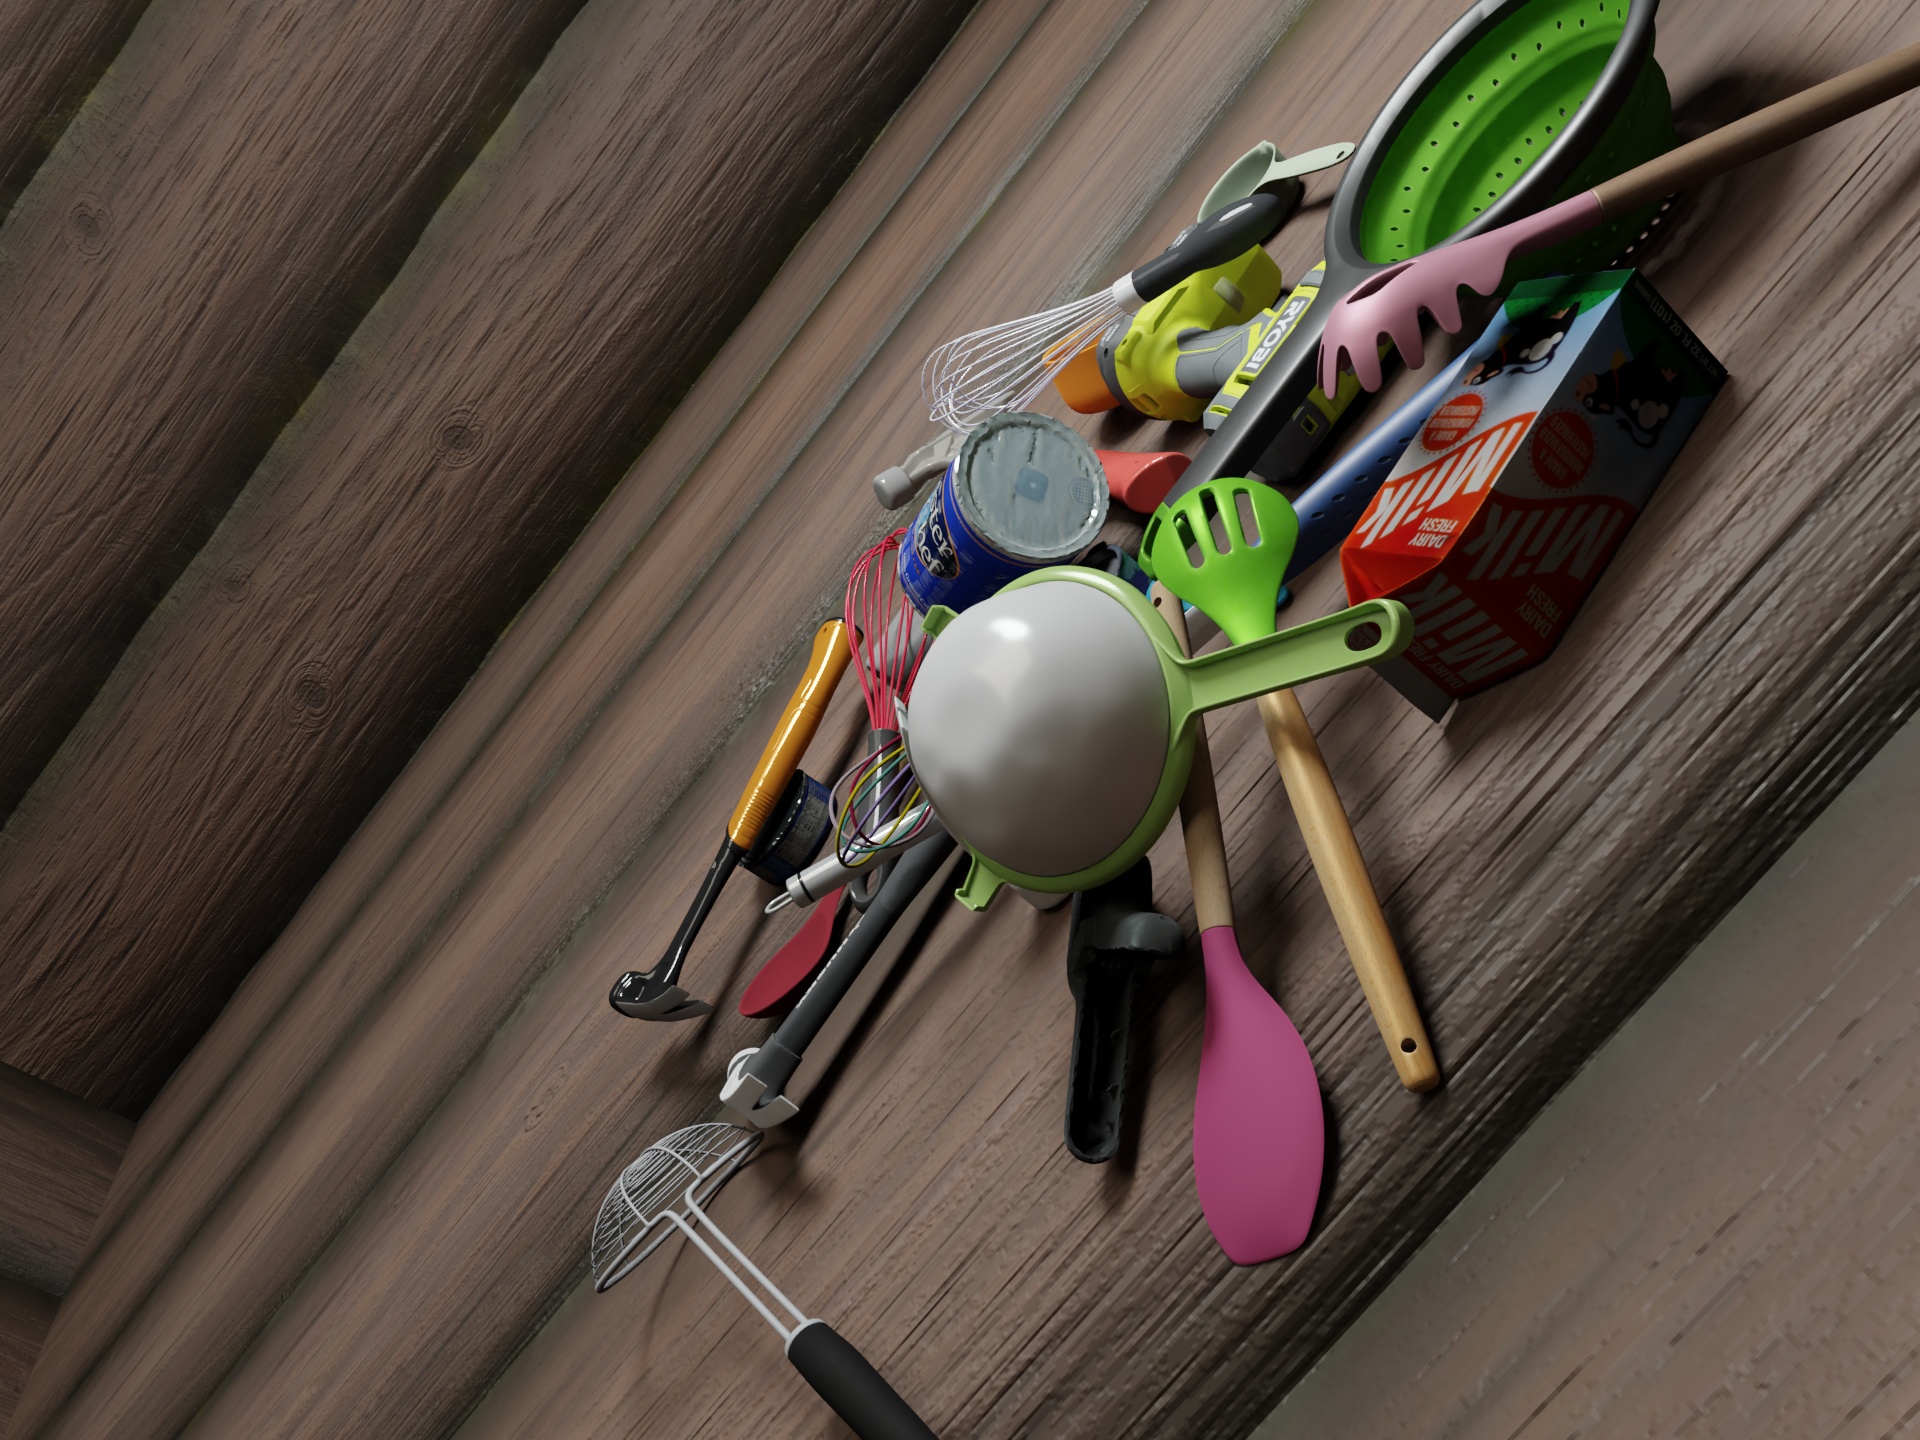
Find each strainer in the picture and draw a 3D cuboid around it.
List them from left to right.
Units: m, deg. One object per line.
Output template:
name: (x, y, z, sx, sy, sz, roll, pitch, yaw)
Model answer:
strainer: (0.002, 0.046, 0.903, 0.258, 0.050, 0.087, -29, 23, 1)
strainer: (0.063, -0.010, 0.676, 0.256, 0.069, 0.151, -18, 74, 41)

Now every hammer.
hammer: (-0.150, 0.064, 1.166, 0.127, 0.034, 0.337, -16, 44, 57)
hammer: (-0.034, 0.099, 0.955, 0.335, 0.035, 0.146, -54, 5, -7)
hammer: (0.066, -0.191, 1.161, 0.149, 0.036, 0.359, -35, 24, -16)
hammer: (0.141, -0.072, 0.797, 0.405, 0.144, 0.035, -42, 26, 13)

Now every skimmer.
skimmer: (-0.093, 0.305, 0.818, 0.127, 0.090, 0.363, -41, 29, -20)

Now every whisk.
whisk: (-0.051, -0.006, 1.089, 0.073, 0.073, 0.296, -29, 48, 45)
whisk: (-0.001, -0.004, 0.904, 0.051, 0.047, 0.245, -11, 30, 44)
whisk: (0.086, -0.260, 1.027, 0.284, 0.070, 0.070, -23, 37, 36)

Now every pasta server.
pasta server: (0.295, -0.220, 0.669, 0.316, 0.040, 0.060, -23, 20, 9)

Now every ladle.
ladle: (-0.064, 0.070, 1.095, 0.069, 0.031, 0.315, -13, 45, 54)

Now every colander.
colander: (0.242, -0.218, 0.823, 0.397, 0.094, 0.205, -53, 23, 14)

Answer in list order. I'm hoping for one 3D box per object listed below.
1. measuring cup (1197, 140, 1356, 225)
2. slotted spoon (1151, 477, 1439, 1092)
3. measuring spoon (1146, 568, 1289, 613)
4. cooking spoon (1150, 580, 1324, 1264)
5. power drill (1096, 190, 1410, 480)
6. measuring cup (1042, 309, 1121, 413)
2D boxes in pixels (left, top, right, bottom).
measuring cup: (0.233, -0.376, 1.125, 0.083, 0.038, 0.168, -58, 25, -9)
slotted spoon: (0.142, 0.008, 0.668, 0.070, 0.031, 0.314, -21, 54, 12)
measuring spoon: (0.141, -0.074, 0.901, 0.042, 0.021, 0.129, -59, 22, -10)
cooking spoon: (0.107, 0.068, 0.683, 0.068, 0.017, 0.319, -37, 44, 40)
power drill: (0.192, -0.252, 0.984, 0.190, 0.080, 0.229, -54, 26, 2)
measuring cup: (0.143, -0.283, 1.169, 0.173, 0.052, 0.095, -33, 20, -14)
